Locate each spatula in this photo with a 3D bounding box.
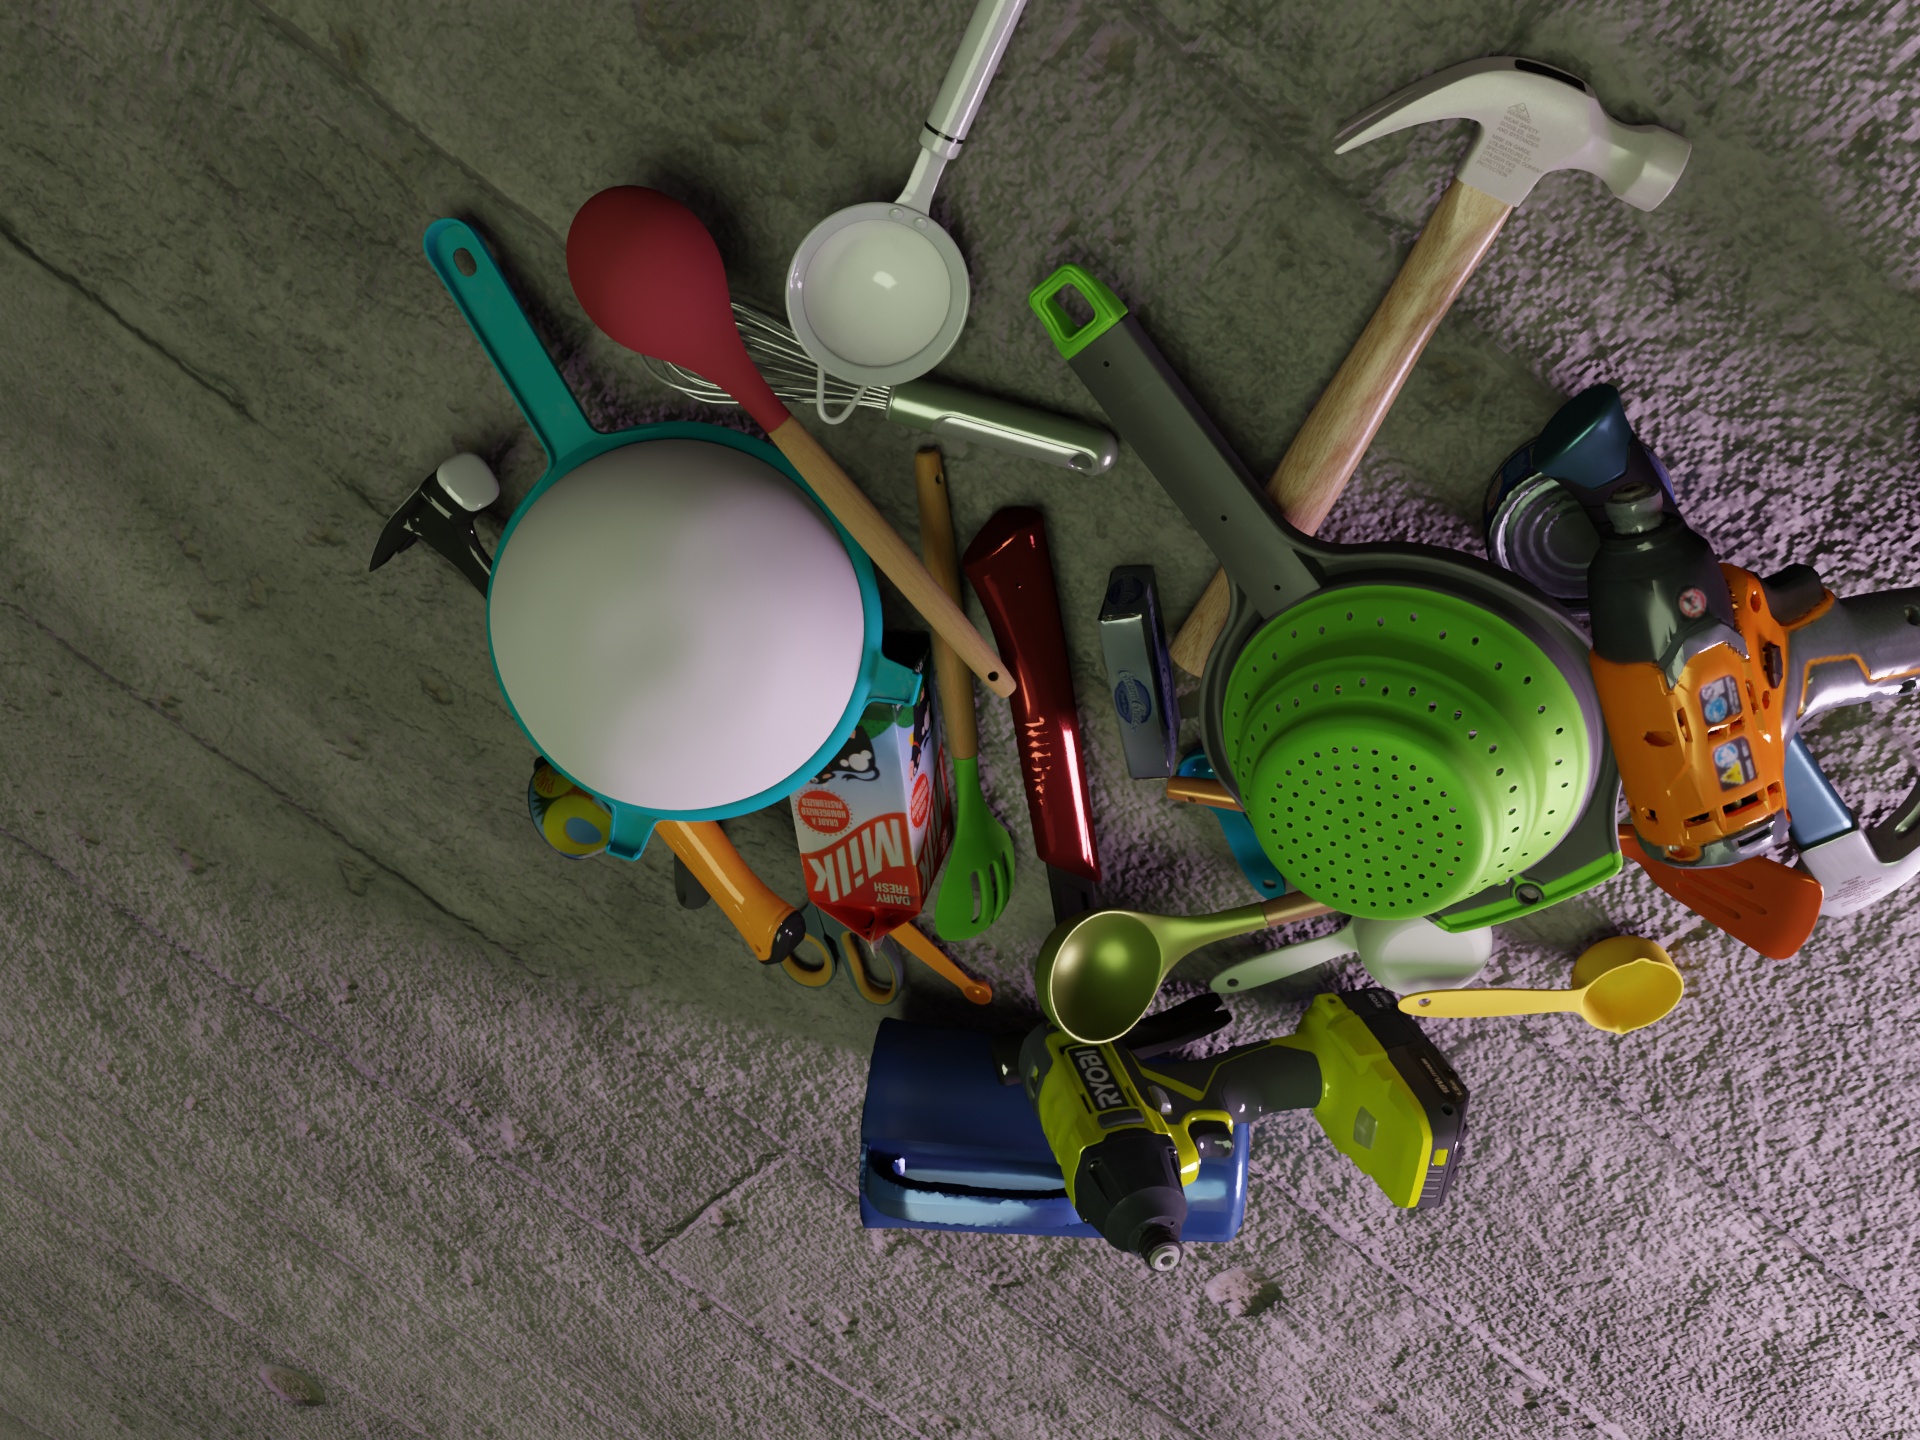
[{"bbox_3d":[0.265,0.064,0.827,0.323,0.041,0.080,8,147,17],"label":"spatula"}]

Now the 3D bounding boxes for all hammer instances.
[{"bbox_3d":[0.181,-0.146,0.744,0.130,0.031,0.331,25,129,-2],"label":"hammer"},{"bbox_3d":[-0.207,0.008,0.916,0.336,0.034,0.127,53,141,-10],"label":"hammer"},{"bbox_3d":[0.358,-0.021,0.743,0.128,0.033,0.330,-29,119,27],"label":"hammer"},{"bbox_3d":[0.066,0.050,0.902,0.149,0.037,0.358,-14,117,-7],"label":"hammer"}]

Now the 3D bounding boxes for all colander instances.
[{"bbox_3d":[0.150,-0.036,0.740,0.204,0.094,0.397,-32,102,40],"label":"colander"}]

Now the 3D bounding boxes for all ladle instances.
[{"bbox_3d":[-0.072,-0.125,0.776,0.069,0.031,0.315,-37,111,11],"label":"ladle"},{"bbox_3d":[0.194,0.105,0.870,0.320,0.062,0.078,-17,111,11],"label":"ladle"}]

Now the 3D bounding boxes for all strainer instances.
[{"bbox_3d":[-0.180,-0.098,0.788,0.211,0.095,0.340,-29,97,8],"label":"strainer"},{"bbox_3d":[-0.011,-0.253,0.714,0.086,0.050,0.258,18,122,-19],"label":"strainer"}]

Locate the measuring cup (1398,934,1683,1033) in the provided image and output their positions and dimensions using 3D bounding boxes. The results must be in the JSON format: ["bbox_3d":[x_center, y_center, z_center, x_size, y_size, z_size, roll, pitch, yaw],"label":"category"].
[{"bbox_3d":[0.324,0.148,0.897,0.156,0.029,0.062,-3,128,3],"label":"measuring cup"}]

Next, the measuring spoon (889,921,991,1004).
[{"bbox_3d":[-0.023,0.145,1.034,0.117,0.011,0.021,42,135,-10],"label":"measuring spoon"}]

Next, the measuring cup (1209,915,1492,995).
[{"bbox_3d":[0.224,0.139,0.918,0.167,0.038,0.083,-21,119,17],"label":"measuring cup"}]

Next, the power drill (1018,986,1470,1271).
[{"bbox_3d":[0.162,0.228,0.897,0.223,0.171,0.080,-5,119,-15],"label":"power drill"}]

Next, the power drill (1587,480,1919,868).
[{"bbox_3d":[0.369,-0.054,0.660,0.226,0.084,0.164,-24,108,-3],"label":"power drill"}]

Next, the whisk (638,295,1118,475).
[{"bbox_3d":[-0.041,-0.163,0.791,0.246,0.059,0.057,15,154,0],"label":"whisk"}]

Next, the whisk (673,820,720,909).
[{"bbox_3d":[-0.149,0.019,0.948,0.073,0.073,0.295,19,134,3],"label":"whisk"}]

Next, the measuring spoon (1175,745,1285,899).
[{"bbox_3d":[0.161,0.057,0.912,0.042,0.021,0.128,-10,131,29],"label":"measuring spoon"}]

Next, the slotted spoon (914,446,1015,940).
[{"bbox_3d":[-0.001,-0.003,0.895,0.031,0.070,0.313,18,127,37],"label":"slotted spoon"}]

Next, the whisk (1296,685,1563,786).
[{"bbox_3d":[0.288,0.000,0.815,0.245,0.047,0.051,-4,136,14],"label":"whisk"}]
